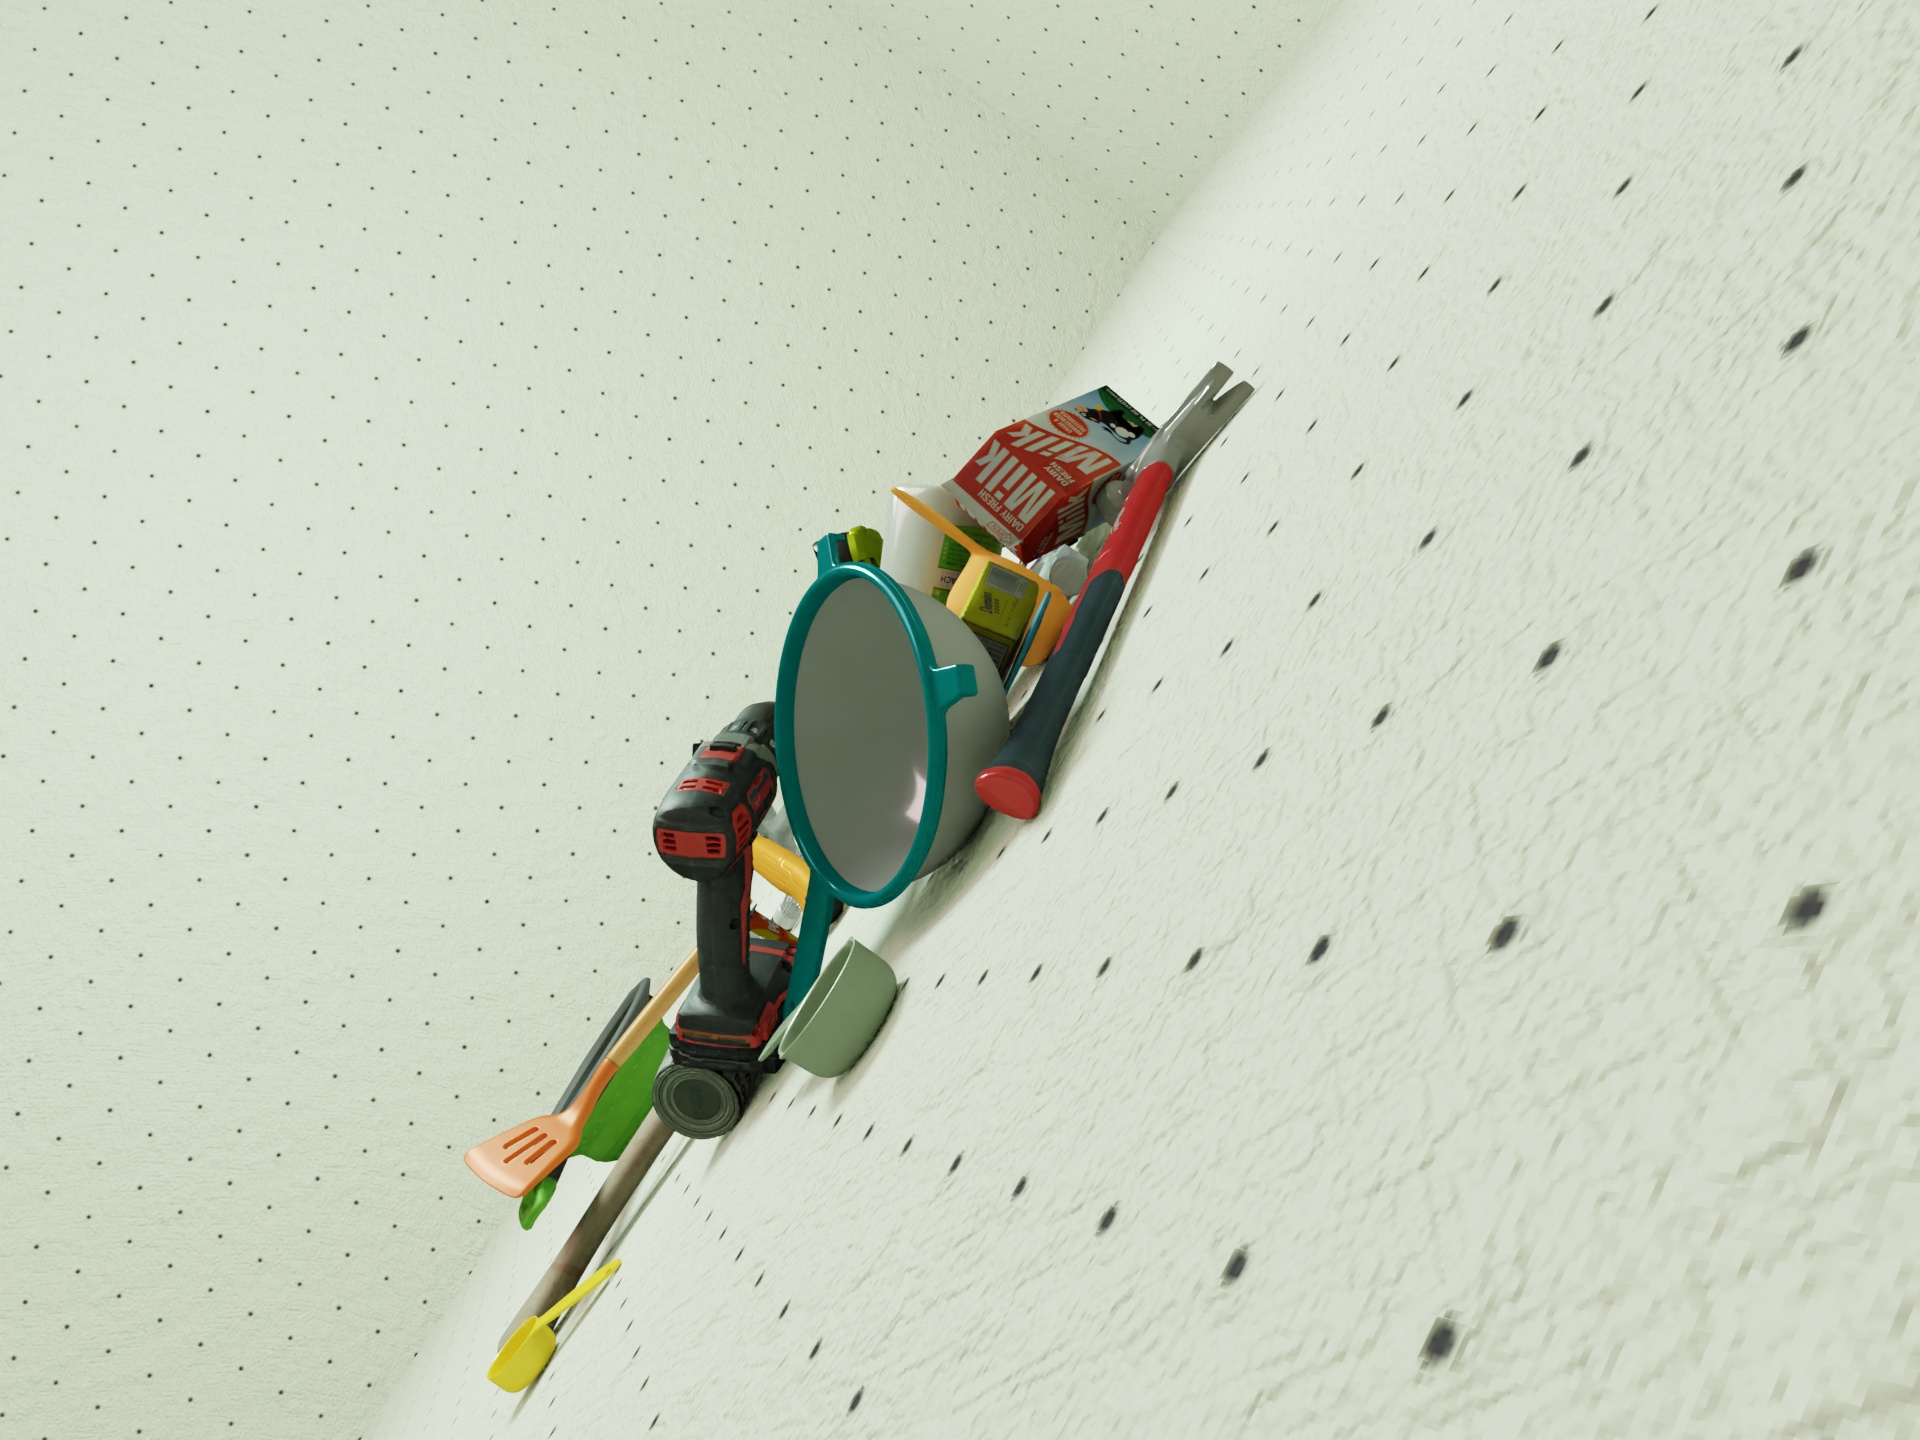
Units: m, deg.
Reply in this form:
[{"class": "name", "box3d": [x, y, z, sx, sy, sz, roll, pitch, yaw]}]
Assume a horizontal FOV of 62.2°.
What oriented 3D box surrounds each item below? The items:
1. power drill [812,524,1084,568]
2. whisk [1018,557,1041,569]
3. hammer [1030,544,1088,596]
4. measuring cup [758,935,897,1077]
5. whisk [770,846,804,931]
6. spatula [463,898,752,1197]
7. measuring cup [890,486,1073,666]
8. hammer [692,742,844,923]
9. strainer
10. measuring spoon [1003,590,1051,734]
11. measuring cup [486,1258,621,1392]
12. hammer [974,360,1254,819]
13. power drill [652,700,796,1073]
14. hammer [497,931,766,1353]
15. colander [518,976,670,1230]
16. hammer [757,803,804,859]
[{"class": "power drill", "box3d": [0.004, -0.151, 1.355, 0.228, 0.080, 0.190, -19, 1, 8]}, {"class": "whisk", "box3d": [0.063, -0.148, 1.506, 0.051, 0.047, 0.245, -33, -19, -55]}, {"class": "hammer", "box3d": [-0.002, -0.004, 1.292, 0.331, 0.033, 0.128, -54, 7, 13]}, {"class": "measuring cup", "box3d": [-0.082, 0.182, 0.927, 0.083, 0.038, 0.167, -60, 6, -33]}, {"class": "whisk", "box3d": [-0.148, 0.161, 1.469, 0.284, 0.070, 0.070, -57, 4, 37]}, {"class": "spatula", "box3d": [-0.287, 0.270, 1.364, 0.081, 0.041, 0.323, 19, 60, 38]}, {"class": "measuring cup", "box3d": [0.003, -0.098, 1.136, 0.095, 0.173, 0.052, 12, 70, 58]}, {"class": "hammer", "box3d": [-0.184, 0.112, 1.451, 0.337, 0.034, 0.127, 22, 109, 61]}, {"class": "strainer", "box3d": [-0.045, 0.063, 1.019, 0.211, 0.095, 0.340, 47, 132, 47]}, {"class": "measuring spoon", "box3d": [0.040, -0.021, 1.028, 0.042, 0.021, 0.128, -92, 25, -82]}, {"class": "measuring cup", "box3d": [-0.310, 0.473, 1.245, 0.156, 0.029, 0.062, -41, 10, 17]}, {"class": "hammer", "box3d": [0.093, -0.083, 0.968, 0.143, 0.038, 0.387, -48, 10, 41]}, {"class": "power drill", "box3d": [-0.152, 0.110, 1.110, 0.188, 0.080, 0.226, -68, -21, -63]}, {"class": "hammer", "box3d": [-0.267, 0.359, 1.320, 0.410, 0.038, 0.146, -57, 18, 9]}, {"class": "colander", "box3d": [-0.321, 0.376, 1.467, 0.204, 0.094, 0.397, -55, 8, 8]}, {"class": "hammer", "box3d": [-0.126, 0.021, 1.442, 0.035, 0.144, 0.405, -26, -17, -32]}]
